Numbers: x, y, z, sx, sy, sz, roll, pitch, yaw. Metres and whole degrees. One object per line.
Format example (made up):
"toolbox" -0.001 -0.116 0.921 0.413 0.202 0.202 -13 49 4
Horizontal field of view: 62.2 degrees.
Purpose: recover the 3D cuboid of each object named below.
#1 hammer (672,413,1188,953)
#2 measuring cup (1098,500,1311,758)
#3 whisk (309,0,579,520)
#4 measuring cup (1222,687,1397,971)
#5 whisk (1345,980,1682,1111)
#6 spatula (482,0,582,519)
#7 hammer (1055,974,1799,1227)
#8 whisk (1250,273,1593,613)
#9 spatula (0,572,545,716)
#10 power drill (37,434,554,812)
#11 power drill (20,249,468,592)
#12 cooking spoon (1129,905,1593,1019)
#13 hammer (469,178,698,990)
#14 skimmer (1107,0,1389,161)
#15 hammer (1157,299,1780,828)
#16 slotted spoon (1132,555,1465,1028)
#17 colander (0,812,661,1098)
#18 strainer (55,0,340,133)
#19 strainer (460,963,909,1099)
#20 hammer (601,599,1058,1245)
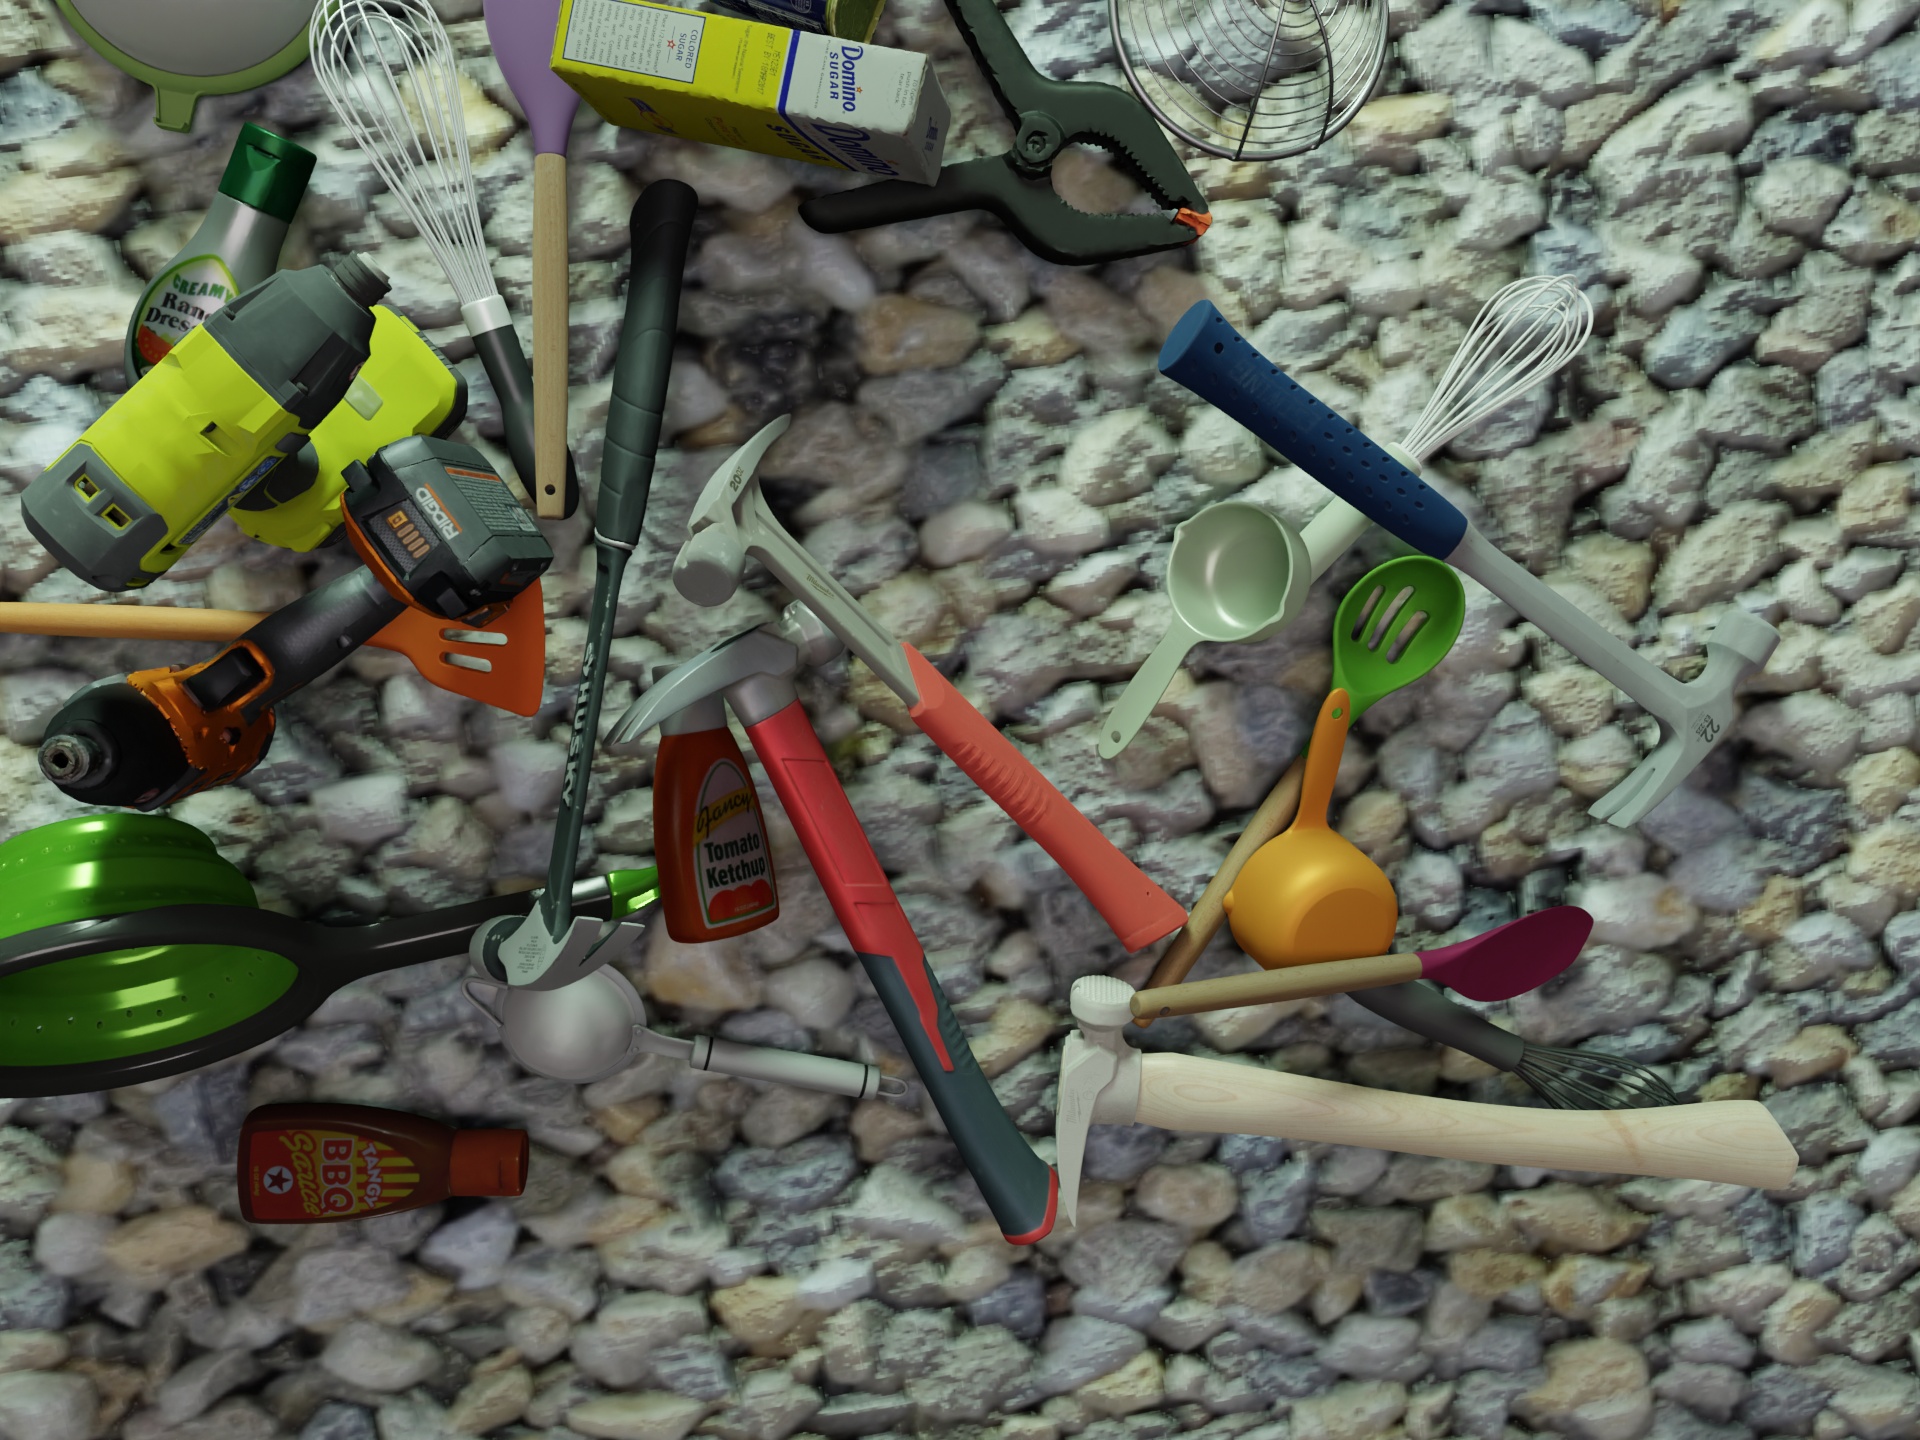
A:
"hammer" -0.001 -0.003 0.854 0.036 0.149 0.358 -33 114 30
"measuring cup" 0.131 -0.044 0.882 0.083 0.038 0.167 47 117 30
"whisk" -0.252 -0.237 0.808 0.070 0.070 0.284 -20 105 -2
"measuring cup" 0.205 0.071 0.879 0.095 0.052 0.173 -1 112 -18
"whisk" 0.324 0.194 0.937 0.239 0.055 0.055 26 95 -4
"spatula" -0.210 -0.259 0.804 0.059 0.018 0.316 -1 88 -9
"hammer" 0.259 0.238 0.905 0.410 0.038 0.146 6 106 2
"whisk" 0.251 -0.150 0.878 0.246 0.059 0.058 -46 64 6
"spatula" -0.377 -0.049 0.831 0.322 0.041 0.081 2 99 -5
"power drill" -0.313 -0.038 0.742 0.226 0.164 0.084 -35 96 2
"power drill" -0.307 -0.140 0.730 0.171 0.223 0.080 -43 101 2
"cooking spoon" 0.229 0.137 0.874 0.318 0.017 0.068 -3 124 -27
"hammer" -0.172 -0.073 0.779 0.036 0.149 0.409 13 78 -32
"skimmer" 0.010 -0.341 0.723 0.363 0.090 0.127 19 91 24
"hammer" 0.269 -0.087 0.855 0.405 0.035 0.144 31 91 -19
"slotted spoon" 0.184 0.044 0.908 0.070 0.031 0.314 30 97 -13
"colander" -0.354 0.095 0.827 0.397 0.204 0.095 -11 65 -20
"strainer" -0.411 -0.426 0.754 0.151 0.069 0.256 -39 102 1
"strainer" -0.153 0.184 0.890 0.258 0.050 0.086 13 113 -11
"hammer" -0.050 0.134 0.868 0.143 0.038 0.386 -34 107 -34
